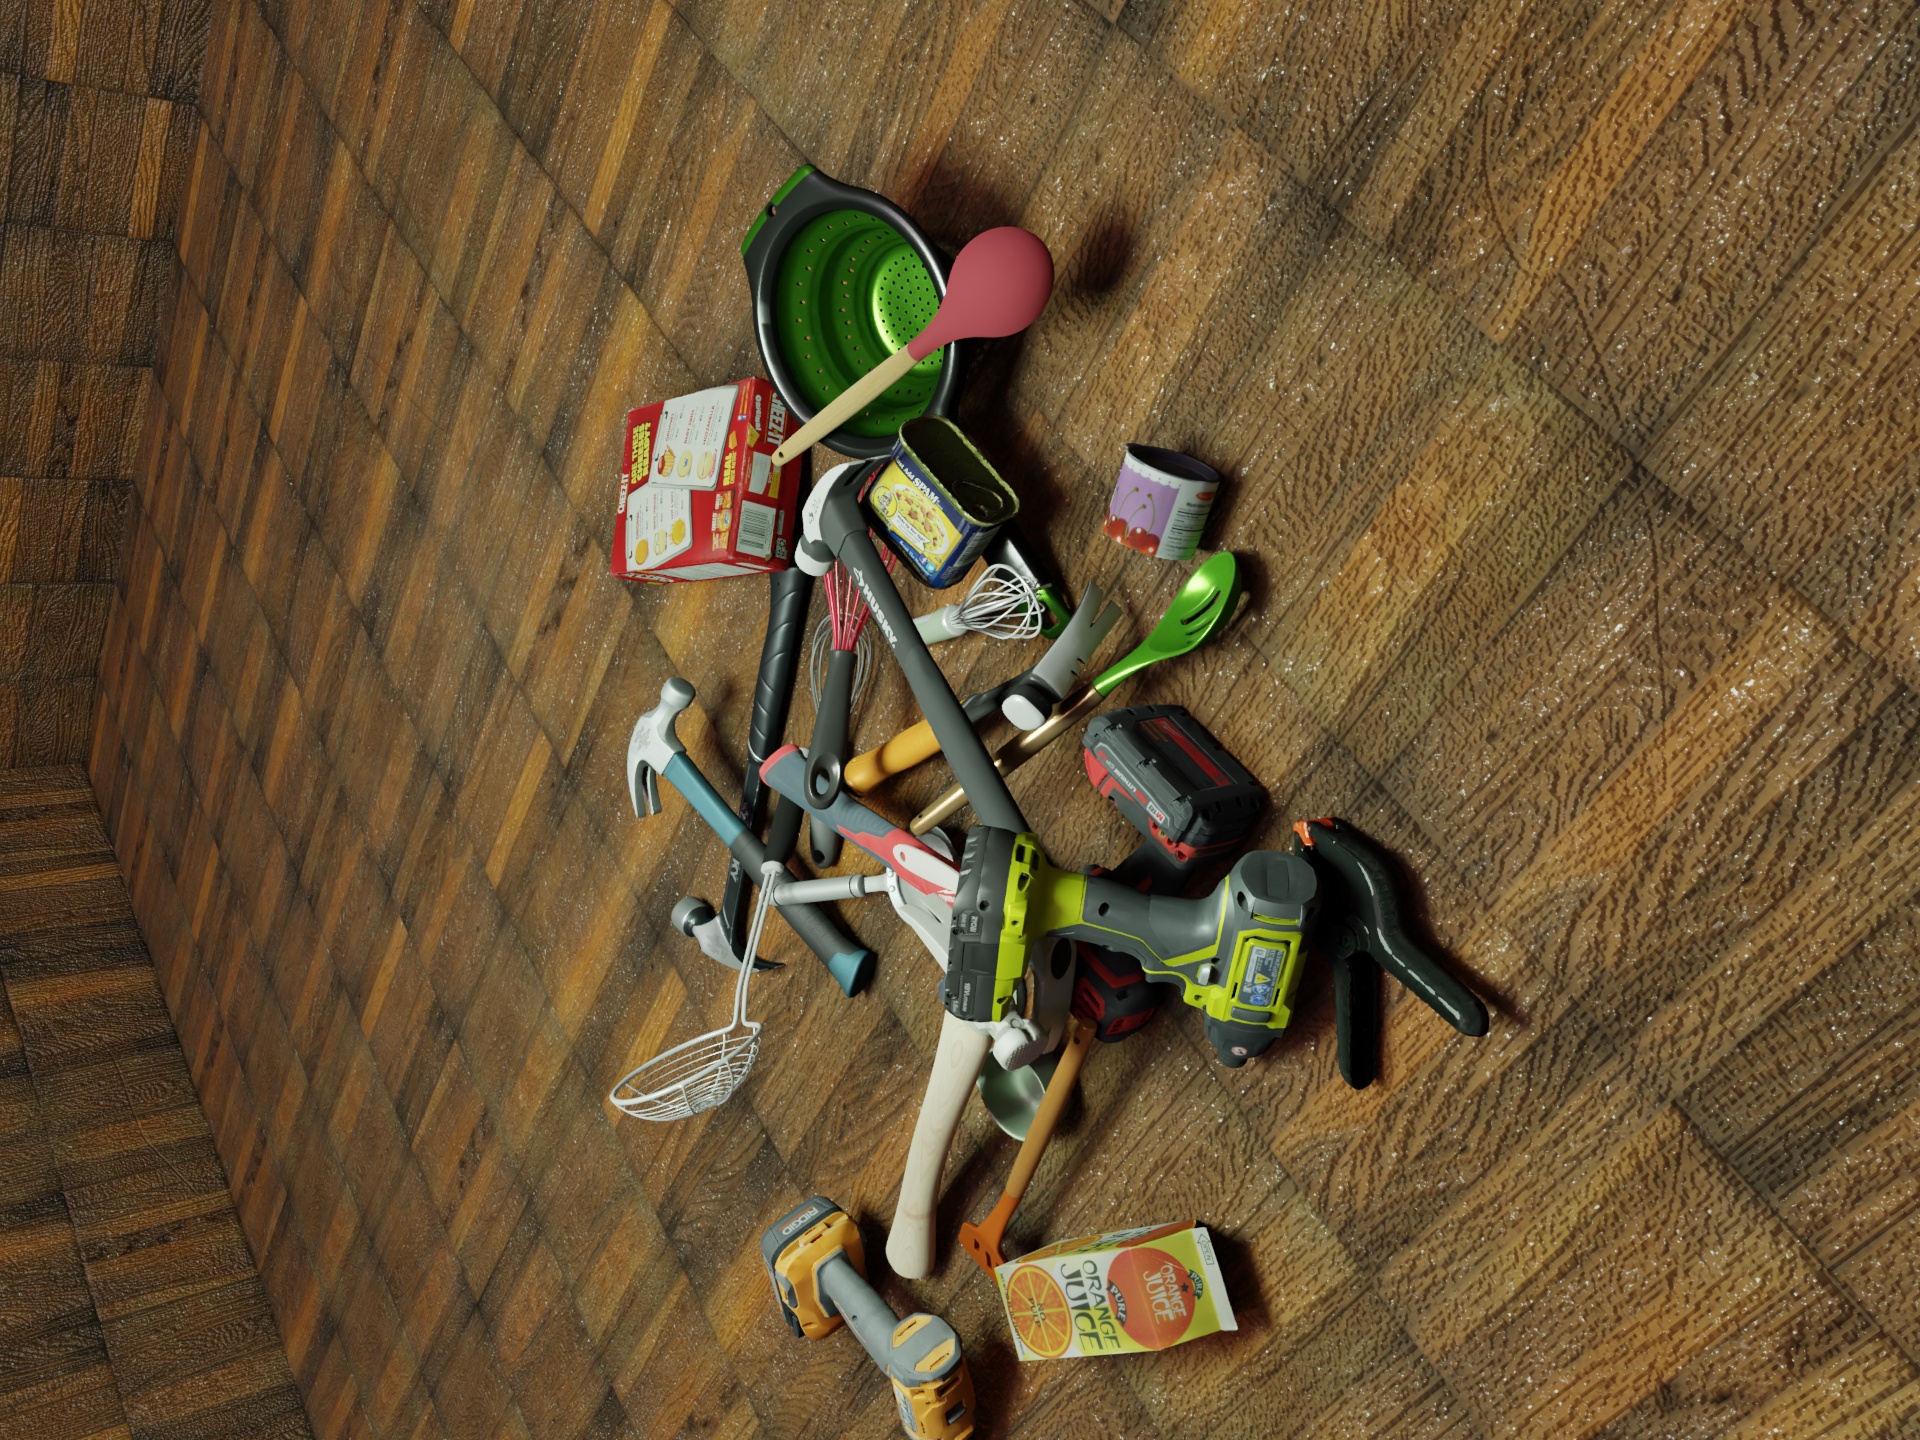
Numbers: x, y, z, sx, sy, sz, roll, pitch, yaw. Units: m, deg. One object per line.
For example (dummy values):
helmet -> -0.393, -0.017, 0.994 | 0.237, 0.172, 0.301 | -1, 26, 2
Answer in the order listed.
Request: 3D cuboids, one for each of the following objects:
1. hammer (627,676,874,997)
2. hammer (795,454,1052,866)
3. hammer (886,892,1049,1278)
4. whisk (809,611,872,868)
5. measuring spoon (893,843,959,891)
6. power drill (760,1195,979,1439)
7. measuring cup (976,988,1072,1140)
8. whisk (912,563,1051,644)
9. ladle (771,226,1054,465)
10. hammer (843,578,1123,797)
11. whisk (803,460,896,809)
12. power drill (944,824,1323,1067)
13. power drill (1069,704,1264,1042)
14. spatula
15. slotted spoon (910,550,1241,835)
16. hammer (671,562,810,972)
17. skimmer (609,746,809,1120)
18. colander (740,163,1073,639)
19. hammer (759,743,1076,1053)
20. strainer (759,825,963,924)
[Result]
hammer -> -0.191, 0.116, 1.442 | 0.331, 0.033, 0.128 | 46, 118, 20
hammer -> -0.024, -0.035, 1.121 | 0.335, 0.035, 0.146 | 62, 151, 19
hammer -> -0.023, 0.309, 1.238 | 0.146, 0.038, 0.410 | 50, 145, 33
whisk -> -0.110, 0.021, 1.385 | 0.055, 0.055, 0.238 | 27, 118, 43
measuring spoon -> -0.018, 0.114, 1.156 | 0.124, 0.018, 0.034 | 21, 117, 51
power drill -> -0.067, 0.532, 1.349 | 0.226, 0.084, 0.185 | 30, 140, 43
measuring cup -> 0.049, 0.238, 1.217 | 0.083, 0.038, 0.167 | 10, 109, 45
whisk -> 0.000, -0.078, 1.213 | 0.059, 0.058, 0.246 | 61, 156, -9
ladle -> -0.049, -0.259, 1.166 | 0.315, 0.031, 0.069 | -27, 98, 45
hammer -> -0.002, -0.004, 1.233 | 0.034, 0.127, 0.337 | 44, 147, -11
whisk -> -0.093, -0.073, 1.291 | 0.073, 0.073, 0.296 | -6, 72, 48
power drill -> 0.107, 0.151, 1.027 | 0.223, 0.080, 0.171 | 8, 128, 5
power drill -> 0.099, 0.094, 1.137 | 0.188, 0.080, 0.226 | 49, 130, 34
spatula -> 0.054, 0.336, 1.204 | 0.081, 0.041, 0.322 | 41, 130, 30
slotted spoon -> 0.078, -0.009, 1.114 | 0.313, 0.031, 0.070 | -39, 29, 24
hammer -> -0.188, 0.047, 1.479 | 0.149, 0.036, 0.408 | 31, 116, 41
skimmer -> -0.190, 0.163, 1.320 | 0.127, 0.090, 0.364 | -19, 46, 38
colander -> -0.012, -0.243, 1.226 | 0.204, 0.094, 0.397 | -36, 85, 43
hammer -> -0.046, 0.118, 1.246 | 0.387, 0.038, 0.143 | 28, 121, 48
strainer -> -0.077, 0.136, 1.332 | 0.258, 0.050, 0.087 | -11, 80, 37
